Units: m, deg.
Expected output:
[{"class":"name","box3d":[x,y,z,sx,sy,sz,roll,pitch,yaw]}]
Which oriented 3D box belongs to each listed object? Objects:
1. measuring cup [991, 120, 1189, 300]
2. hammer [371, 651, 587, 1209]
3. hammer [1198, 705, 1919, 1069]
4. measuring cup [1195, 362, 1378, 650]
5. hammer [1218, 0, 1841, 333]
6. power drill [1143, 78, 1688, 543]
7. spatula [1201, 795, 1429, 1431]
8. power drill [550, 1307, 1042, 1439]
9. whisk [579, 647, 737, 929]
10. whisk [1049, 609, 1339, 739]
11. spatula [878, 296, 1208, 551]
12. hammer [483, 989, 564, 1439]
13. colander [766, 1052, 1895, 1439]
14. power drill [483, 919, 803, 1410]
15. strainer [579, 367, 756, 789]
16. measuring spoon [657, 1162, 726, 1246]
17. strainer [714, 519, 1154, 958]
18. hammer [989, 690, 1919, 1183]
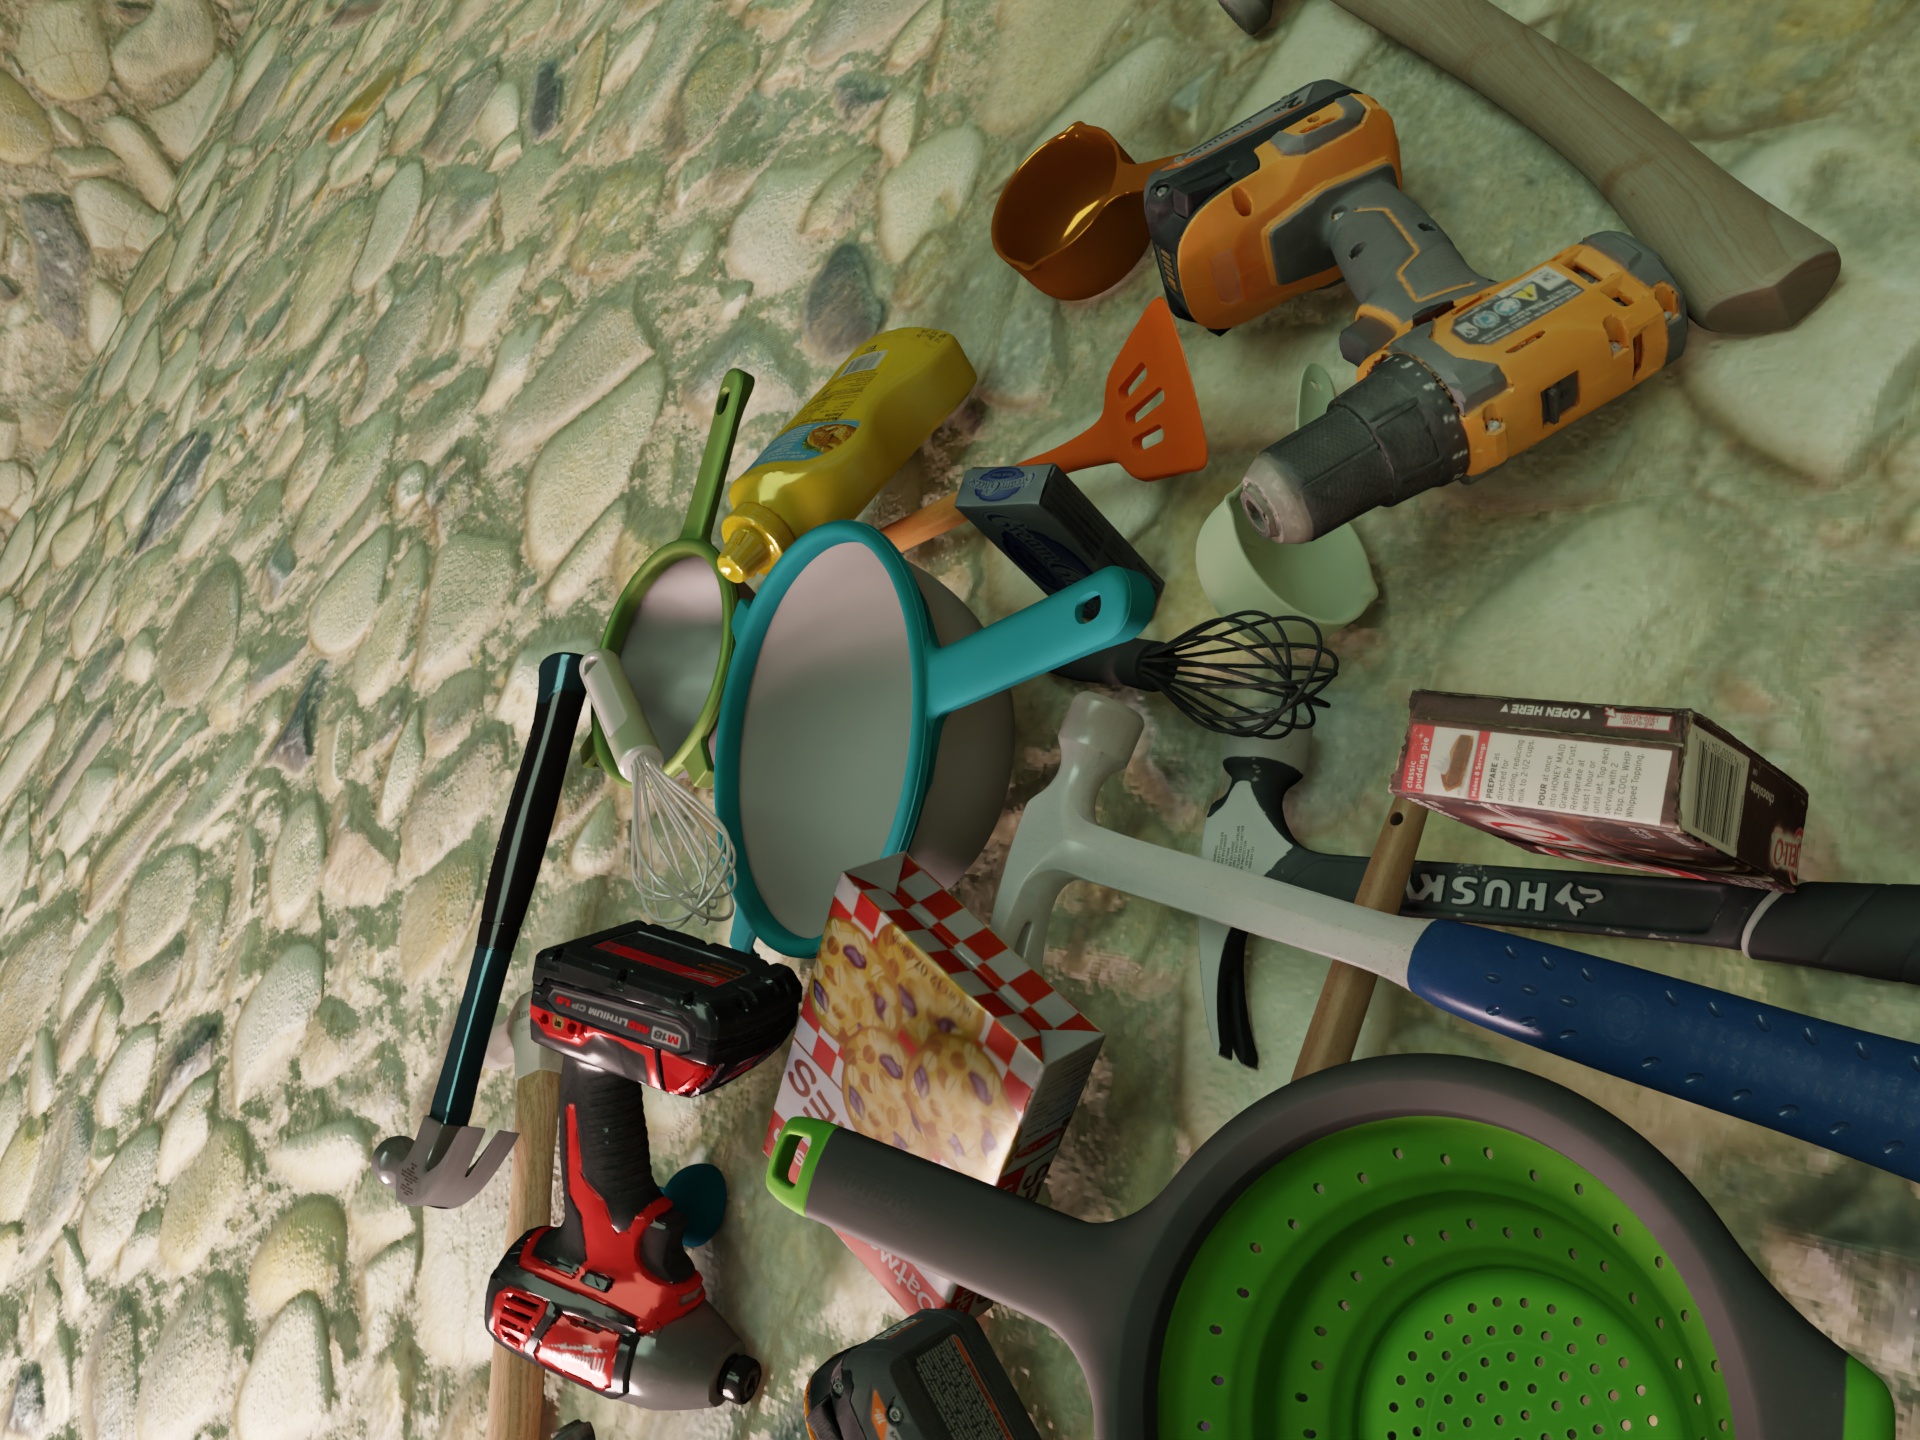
[{"class":"measuring cup","box3d":[0.097,-0.275,0.857,0.174,0.052,0.095,5,72,42]},{"class":"hammer","box3d":[-0.271,0.120,0.936,0.128,0.033,0.331,0,75,52]},{"class":"hammer","box3d":[0.253,0.070,0.539,0.409,0.036,0.149,1,70,43]},{"class":"measuring cup","box3d":[0.147,-0.100,0.718,0.038,0.083,0.168,-44,23,47]},{"class":"hammer","box3d":[0.261,-0.310,0.735,0.146,0.038,0.411,-41,47,17]},{"class":"power drill","box3d":[0.163,-0.175,0.688,0.185,0.084,0.226,-31,48,-4]},{"class":"spatula","box3d":[0.117,0.173,0.575,0.060,0.018,0.316,12,78,45]},{"class":"power drill","box3d":[-0.076,0.330,0.643,0.226,0.084,0.164,-39,71,22]},{"class":"whisk","box3d":[-0.169,0.028,0.851,0.058,0.059,0.247,-49,39,11]},{"class":"whisk","box3d":[0.086,-0.027,0.703,0.055,0.055,0.239,-64,24,-4]},{"class":"spatula","box3d":[0.011,-0.120,0.831,0.322,0.041,0.081,-18,84,47]},{"class":"hammer","box3d":[-0.235,0.306,0.862,0.130,0.031,0.332,-30,52,39]},{"class":"colander","box3d":[0.090,0.203,0.526,0.397,0.094,0.204,7,71,44]},{"class":"power drill","box3d":[-0.148,0.219,0.761,0.143,0.078,0.219,13,100,23]},{"class":"strainer","box3d":[-0.141,-0.078,0.945,0.151,0.069,0.256,4,79,50]},{"class":"measuring spoon","box3d":[-0.174,0.254,0.845,0.128,0.021,0.042,-11,61,39]},{"class":"strainer","box3d":[-0.001,-0.002,0.734,0.340,0.095,0.211,-23,64,52]},{"class":"hammer","box3d":[0.149,0.084,0.544,0.406,0.035,0.144,13,77,53]}]
